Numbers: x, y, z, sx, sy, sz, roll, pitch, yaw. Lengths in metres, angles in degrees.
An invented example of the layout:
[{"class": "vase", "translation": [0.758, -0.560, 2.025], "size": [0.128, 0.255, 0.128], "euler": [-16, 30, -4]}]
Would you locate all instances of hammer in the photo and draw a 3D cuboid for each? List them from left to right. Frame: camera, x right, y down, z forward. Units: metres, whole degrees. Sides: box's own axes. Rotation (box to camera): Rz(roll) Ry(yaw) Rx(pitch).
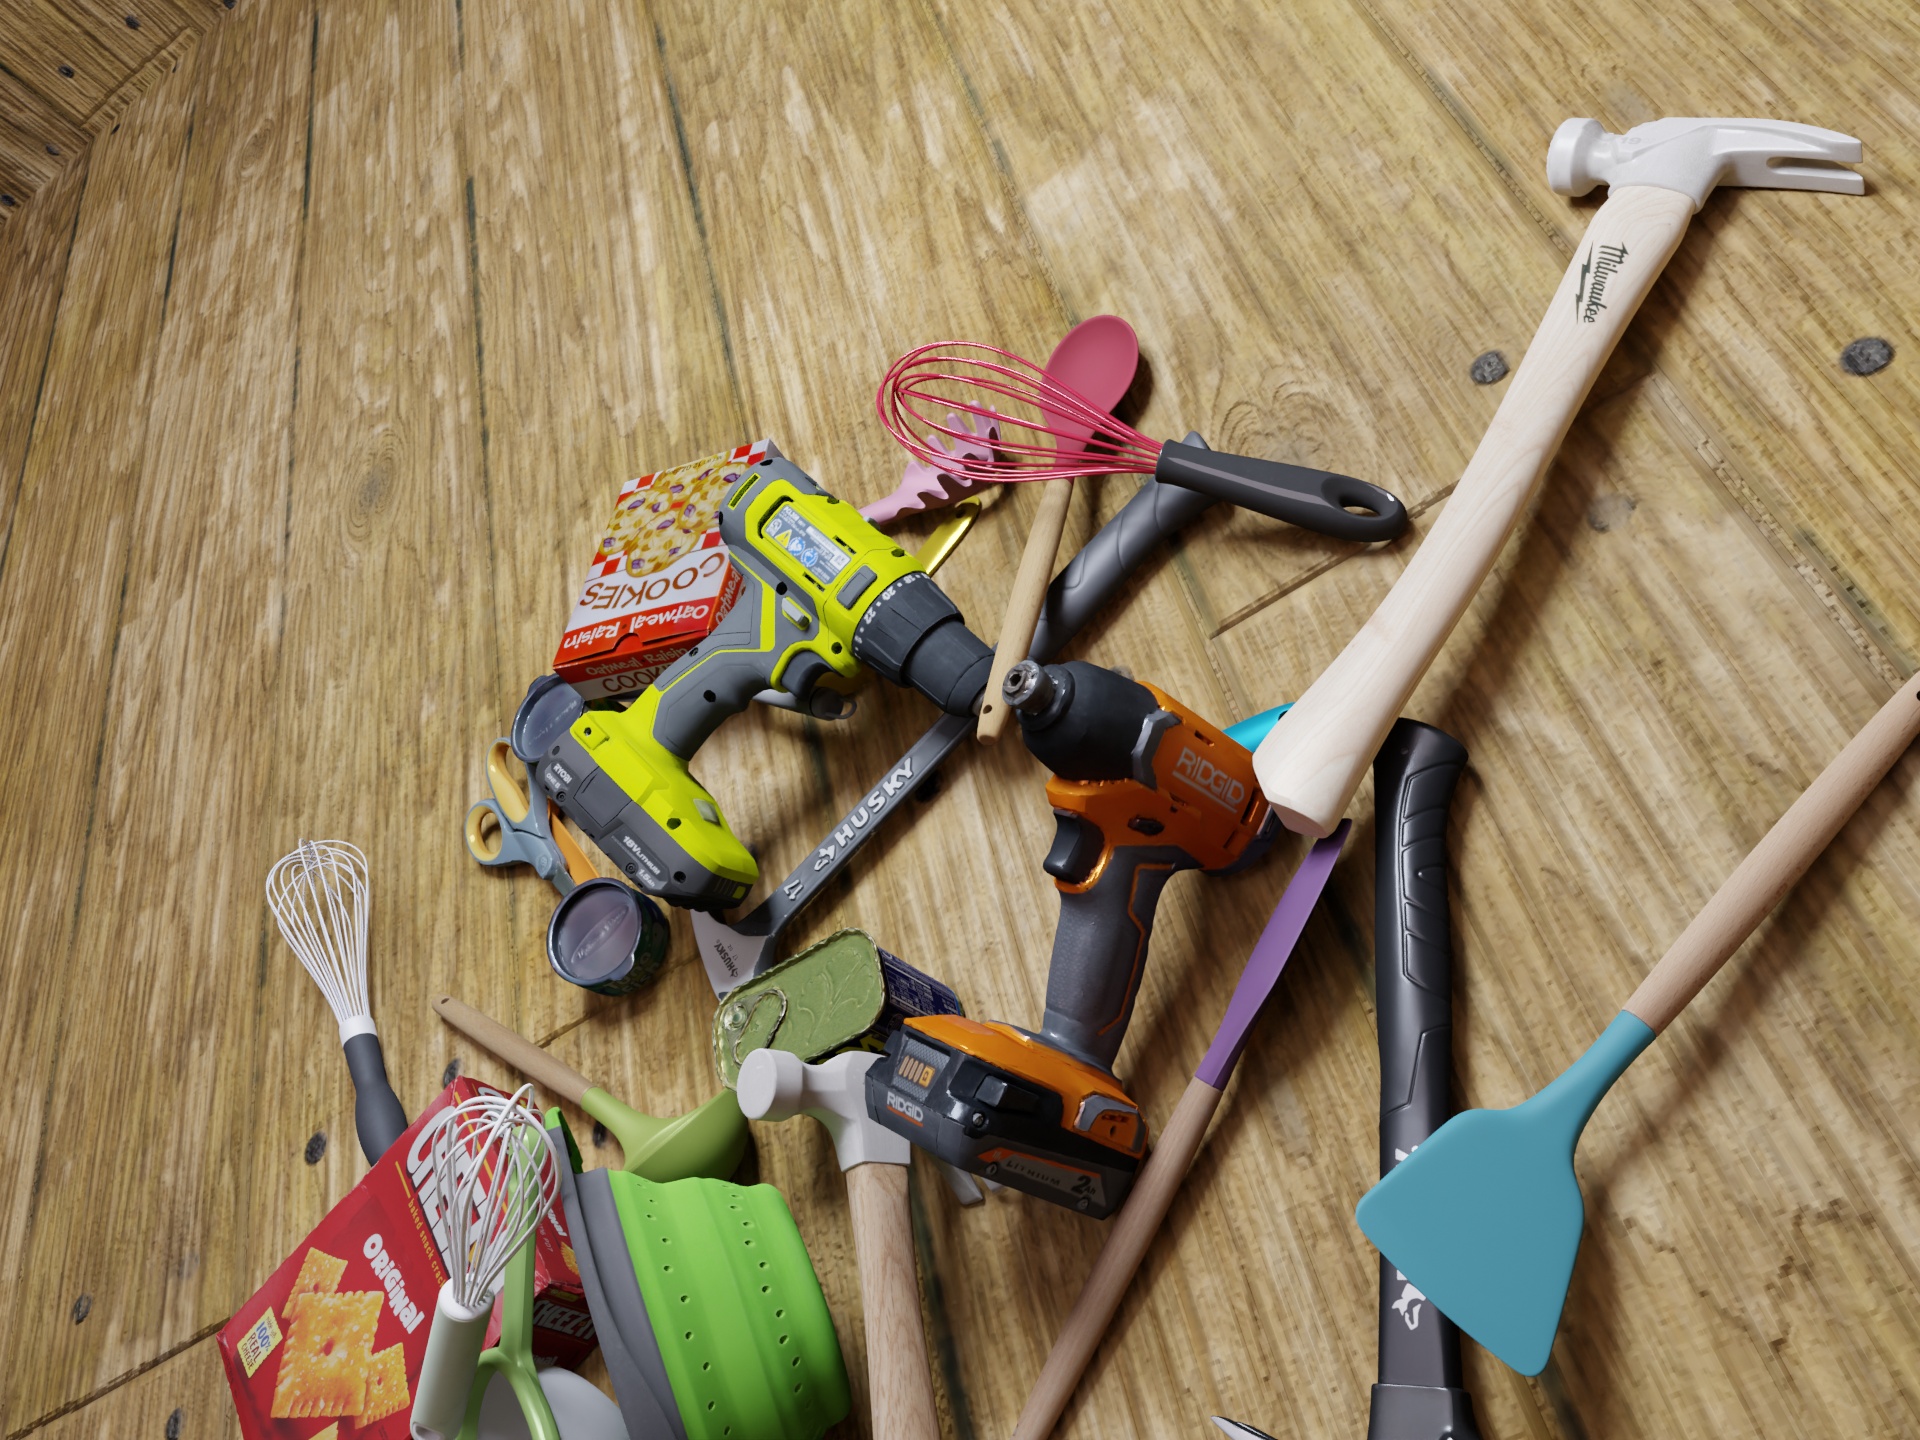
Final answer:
[{"class": "hammer", "translation": [-0.020, 0.302, 0.665], "size": [0.031, 0.130, 0.332], "euler": [-35, 52, 38]}, {"class": "hammer", "translation": [-0.001, -0.003, 0.888], "size": [0.409, 0.036, 0.149], "euler": [-47, 45, 4]}, {"class": "hammer", "translation": [0.183, 0.150, 0.658], "size": [0.146, 0.035, 0.335], "euler": [-11, 58, 31]}, {"class": "hammer", "translation": [0.263, -0.120, 0.735], "size": [0.146, 0.038, 0.411], "euler": [21, 72, 41]}]

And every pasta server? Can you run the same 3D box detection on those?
[{"class": "pasta server", "translation": [-0.101, -0.118, 1.027], "size": [0.316, 0.040, 0.060], "euler": [-21, 40, 28]}]

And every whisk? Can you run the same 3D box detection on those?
[{"class": "whisk", "translation": [-0.409, 0.185, 1.066], "size": [0.070, 0.070, 0.285], "euler": [-41, 52, 10]}, {"class": "whisk", "translation": [-0.223, 0.256, 0.723], "size": [0.059, 0.058, 0.246], "euler": [-65, -3, -58]}, {"class": "whisk", "translation": [0.089, -0.141, 0.840], "size": [0.296, 0.073, 0.073], "euler": [18, 74, 19]}]

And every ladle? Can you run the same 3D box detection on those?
[{"class": "ladle", "translation": [-0.232, 0.201, 0.922], "size": [0.320, 0.062, 0.078], "euler": [14, 40, 44]}, {"class": "ladle", "translation": [0.051, -0.113, 0.881], "size": [0.069, 0.031, 0.316], "euler": [-13, 45, 35]}]

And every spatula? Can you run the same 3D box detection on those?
[{"class": "spatula", "translation": [0.098, 0.183, 0.703], "size": [0.018, 0.060, 0.316], "euler": [28, 84, 1]}, {"class": "spatula", "translation": [0.276, 0.096, 0.597], "size": [0.082, 0.044, 0.317], "euler": [41, 84, 13]}]

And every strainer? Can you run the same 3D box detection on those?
[{"class": "strainer", "translation": [-0.190, 0.324, 0.769], "size": [0.151, 0.069, 0.256], "euler": [-4, 84, 55]}, {"class": "strainer", "translation": [-0.149, -0.025, 0.991], "size": [0.259, 0.050, 0.087], "euler": [14, 54, 45]}]

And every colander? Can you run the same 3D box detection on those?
[{"class": "colander", "translation": [-0.078, 0.347, 0.692], "size": [0.094, 0.204, 0.397], "euler": [-18, 65, -15]}]

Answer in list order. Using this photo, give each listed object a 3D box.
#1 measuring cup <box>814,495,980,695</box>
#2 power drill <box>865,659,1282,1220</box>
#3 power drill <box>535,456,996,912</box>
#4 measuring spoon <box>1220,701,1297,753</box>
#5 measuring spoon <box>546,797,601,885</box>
[{"class": "measuring cup", "translation": [-0.045, -0.083, 0.970], "size": [0.156, 0.029, 0.062], "euler": [-50, 46, -1]}, {"class": "power drill", "translation": [0.046, 0.089, 0.707], "size": [0.084, 0.164, 0.226], "euler": [11, 74, 52]}, {"class": "power drill", "translation": [-0.103, -0.008, 0.872], "size": [0.191, 0.080, 0.228], "euler": [41, 92, 21]}, {"class": "measuring spoon", "translation": [0.116, 0.015, 0.797], "size": [0.128, 0.021, 0.042], "euler": [-25, 51, 22]}, {"class": "measuring spoon", "translation": [-0.248, 0.087, 1.033], "size": [0.117, 0.011, 0.021], "euler": [44, 120, 41]}]
